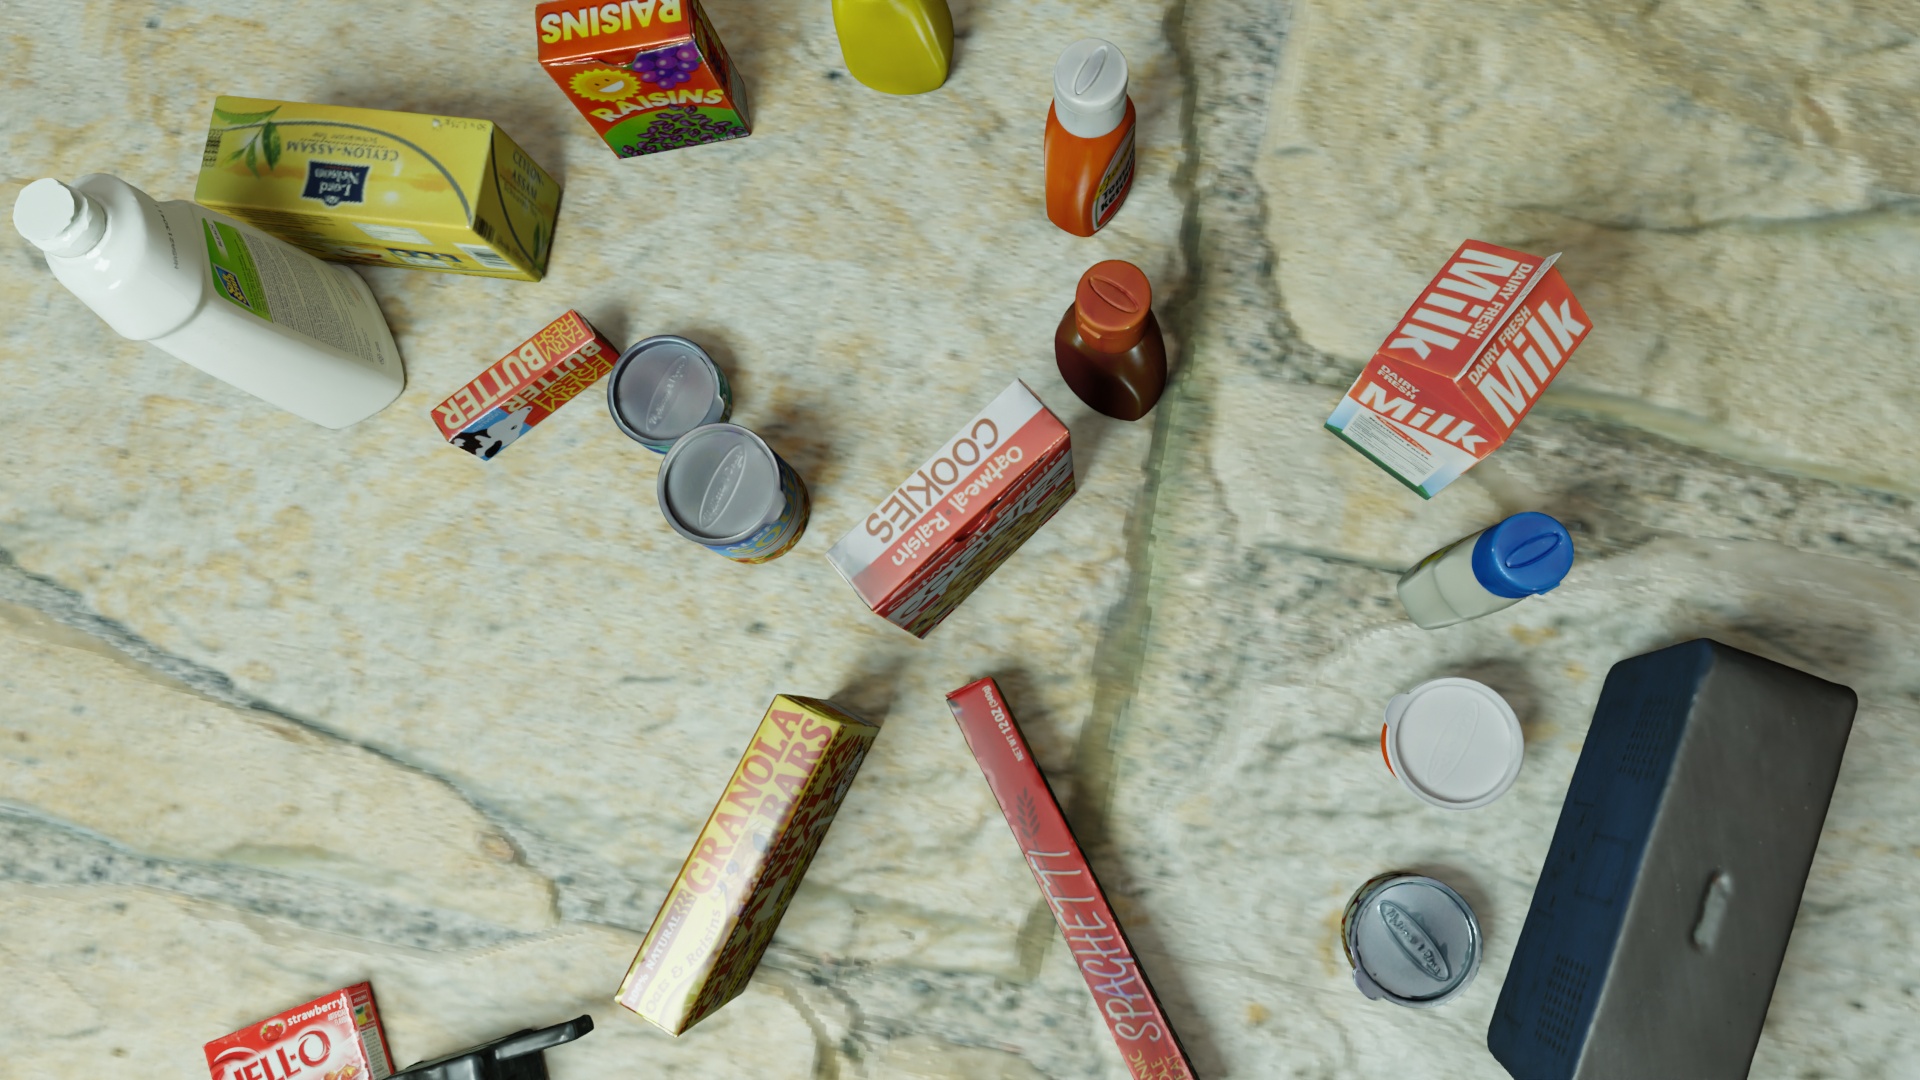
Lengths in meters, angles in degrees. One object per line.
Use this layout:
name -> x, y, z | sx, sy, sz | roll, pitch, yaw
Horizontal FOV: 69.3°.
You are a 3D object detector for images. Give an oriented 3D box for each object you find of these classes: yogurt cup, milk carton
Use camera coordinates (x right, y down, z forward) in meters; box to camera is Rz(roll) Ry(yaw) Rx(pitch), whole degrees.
yogurt cup -> 0.253, 0.106, 0.726 | 0.072, 0.054, 0.072 | -1, 81, 5
milk carton -> 0.245, -0.084, 0.688 | 0.073, 0.190, 0.072 | 38, 87, 10

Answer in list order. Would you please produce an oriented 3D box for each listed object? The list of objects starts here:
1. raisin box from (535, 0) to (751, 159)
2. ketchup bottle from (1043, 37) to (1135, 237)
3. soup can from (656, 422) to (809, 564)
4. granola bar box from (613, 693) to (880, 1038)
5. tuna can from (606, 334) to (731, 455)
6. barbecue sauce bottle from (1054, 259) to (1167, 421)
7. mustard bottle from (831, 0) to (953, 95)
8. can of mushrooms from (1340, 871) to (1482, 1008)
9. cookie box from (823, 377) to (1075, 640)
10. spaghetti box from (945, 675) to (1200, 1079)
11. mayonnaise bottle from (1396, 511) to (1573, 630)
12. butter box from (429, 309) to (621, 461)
raisin box -> -0.177, -0.265, 0.790 | 0.086, 0.123, 0.040 | -8, 81, 4
ketchup bottle -> 0.069, -0.218, 0.747 | 0.043, 0.148, 0.065 | 29, 85, 9
soup can -> -0.121, -0.022, 0.767 | 0.071, 0.083, 0.071 | -1, 81, 5
granola bar box -> -0.105, 0.160, 0.715 | 0.039, 0.124, 0.165 | 27, 85, 9
tuna can -> -0.166, -0.082, 0.806 | 0.071, 0.033, 0.071 | -1, 81, 5
barbecue sauce bottle -> 0.079, -0.105, 0.728 | 0.065, 0.148, 0.043 | 37, 87, 10
mustard bottle -> -0.041, -0.300, 0.764 | 0.065, 0.160, 0.049 | 3, 82, 6
can of mushrooms -> 0.231, 0.208, 0.722 | 0.071, 0.033, 0.071 | -1, 81, 5
cookie box -> 0.003, -0.009, 0.710 | 0.123, 0.167, 0.040 | -43, 80, -2
spaghetti box -> 0.061, 0.188, 0.733 | 0.029, 0.050, 0.250 | -27, 80, 1
mayonnaise bottle -> 0.263, 0.014, 0.692 | 0.065, 0.148, 0.041 | -28, 80, 1
butter box -> -0.250, -0.090, 0.805 | 0.103, 0.053, 0.024 | -36, 80, -1
